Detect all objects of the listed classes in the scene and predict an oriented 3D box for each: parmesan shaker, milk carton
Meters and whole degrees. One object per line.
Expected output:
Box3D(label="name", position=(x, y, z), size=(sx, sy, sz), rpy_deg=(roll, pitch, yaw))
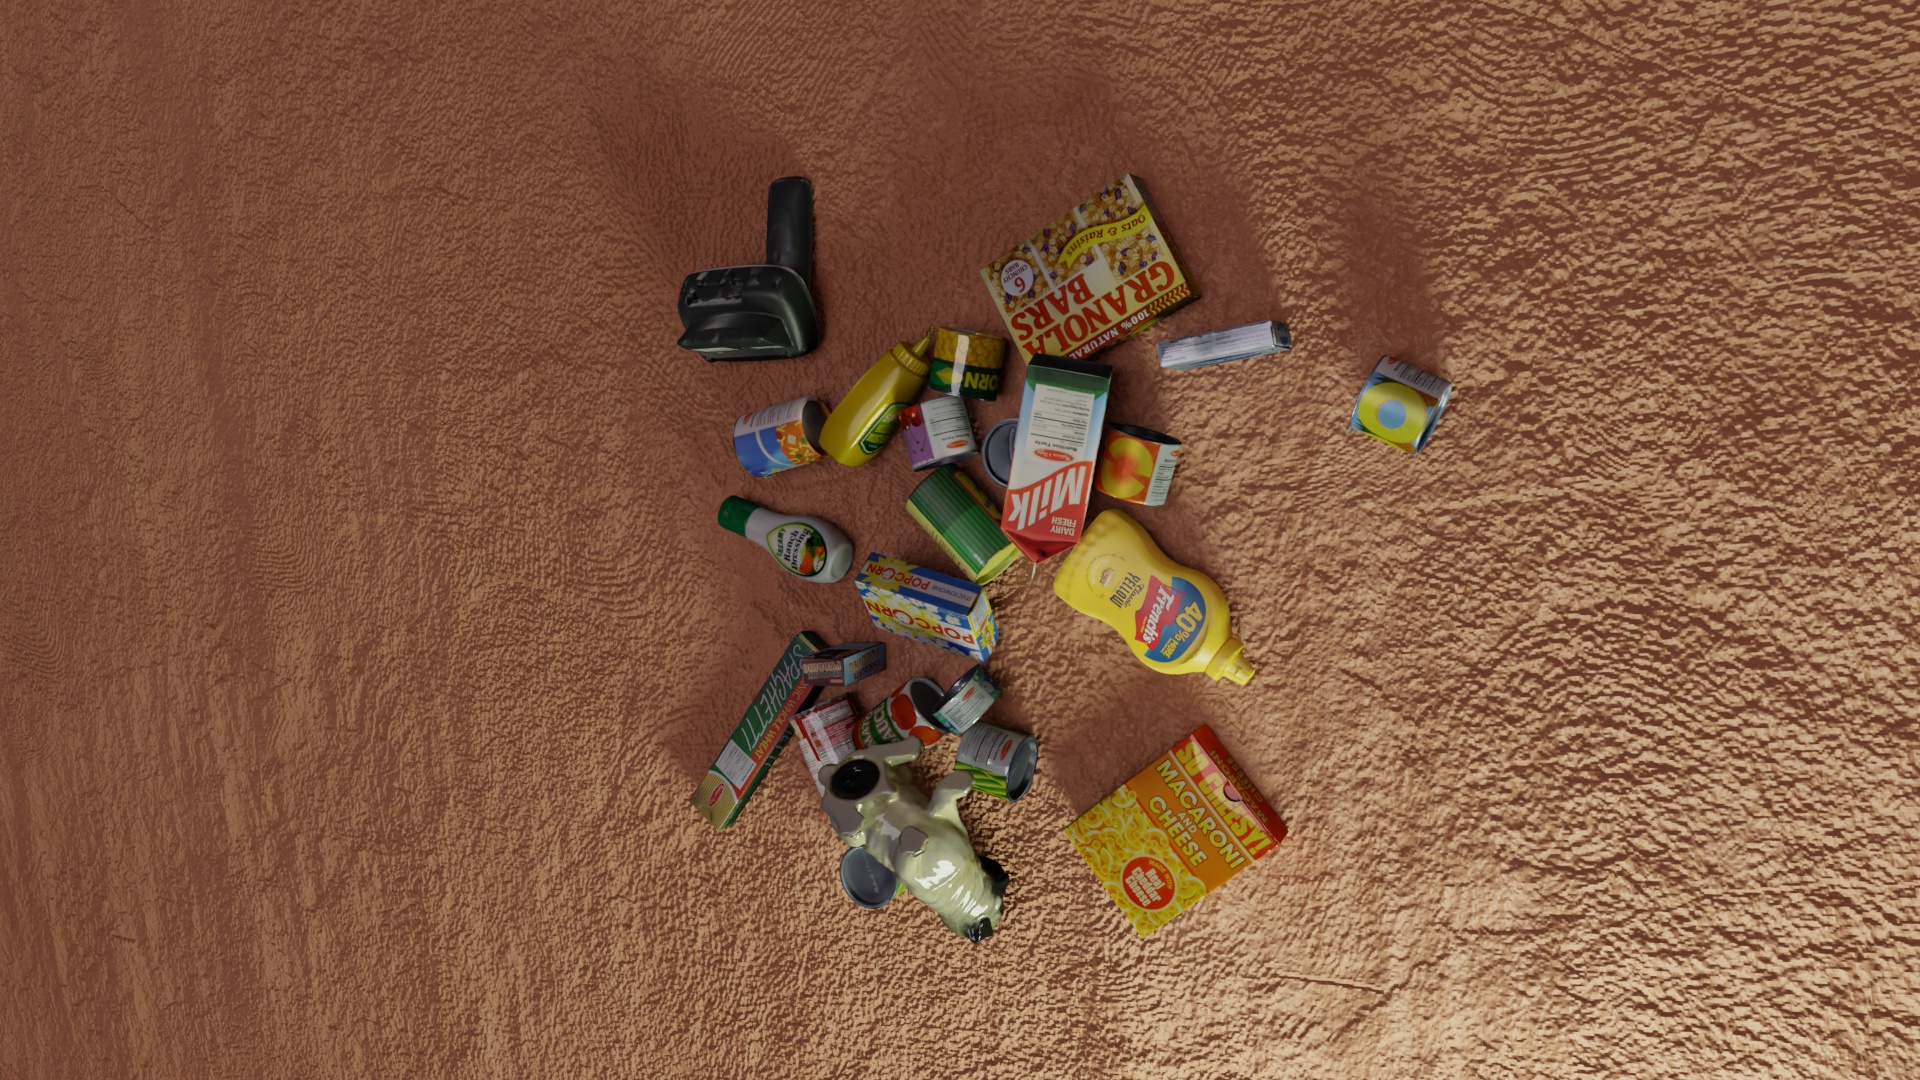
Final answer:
Box3D(label="parmesan shaker", position=(0.005, -0.016, 1.313), size=(0.103, 0.071, 0.071), rpy_deg=(48, 114, 15))
Box3D(label="milk carton", position=(0.082, -0.064, 1.235), size=(0.073, 0.072, 0.189), rpy_deg=(11, 107, 5))

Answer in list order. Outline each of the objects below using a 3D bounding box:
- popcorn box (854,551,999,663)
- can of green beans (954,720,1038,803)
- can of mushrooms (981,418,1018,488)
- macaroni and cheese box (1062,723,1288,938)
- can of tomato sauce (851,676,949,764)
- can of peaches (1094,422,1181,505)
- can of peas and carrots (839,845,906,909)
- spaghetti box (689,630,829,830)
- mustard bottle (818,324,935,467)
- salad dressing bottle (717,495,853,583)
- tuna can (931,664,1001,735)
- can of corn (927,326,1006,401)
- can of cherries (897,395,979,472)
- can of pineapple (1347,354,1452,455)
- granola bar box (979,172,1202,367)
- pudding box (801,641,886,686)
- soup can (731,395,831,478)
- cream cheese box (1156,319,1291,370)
Box3D(label="popcorn box", position=(-0.031, 0.064, 1.333), size=(0.127, 0.085, 0.038), rpy_deg=(17, 60, 25))
Box3D(label="can of green beans", position=(0.034, 0.211, 1.327), size=(0.058, 0.071, 0.071), rpy_deg=(14, 102, 26))
Box3D(label="can of mushrooms", position=(0.058, -0.082, 1.299), size=(0.071, 0.033, 0.071), rpy_deg=(3, 97, 27))
Box3D(label="macaroni and cheese box", position=(0.194, 0.266, 1.265), size=(0.166, 0.040, 0.124), rpy_deg=(-43, 77, 25))
Box3D(label="can of tomato sauce", position=(-0.057, 0.182, 1.368), size=(0.083, 0.071, 0.071), rpy_deg=(-40, 78, 25))
Box3D(label="can of peaches", position=(0.155, -0.068, 1.233), size=(0.071, 0.071, 0.058), rpy_deg=(19, 105, 24))
Box3D(label="can of peas and carrots", position=(-0.078, 0.329, 1.402), size=(0.071, 0.059, 0.071), rpy_deg=(3, 98, 26))
Box3D(label="spaghetti box", position=(-0.208, 0.202, 1.471), size=(0.050, 0.029, 0.249), rpy_deg=(41, 112, 17))
Box3D(label="mustard bottle", position=(-0.072, -0.143, 1.343), size=(0.049, 0.065, 0.159), rpy_deg=(46, 110, 20))
Box3D(label="salad dressing bottle", position=(-0.182, -0.004, 1.425), size=(0.148, 0.044, 0.064), rpy_deg=(23, 105, 23))
Box3D(label="tuna can", position=(0.006, 0.153, 1.333), size=(0.033, 0.071, 0.071), rpy_deg=(45, 114, -3))
Box3D(label="can of corn", position=(0.008, -0.165, 1.296), size=(0.071, 0.071, 0.058), rpy_deg=(16, 103, 25))
Box3D(label="can of cherries", position=(-0.023, -0.101, 1.321), size=(0.071, 0.071, 0.058), rpy_deg=(-17, 88, 28))
Box3D(label="can of pineapple", position=(0.356, -0.108, 1.125), size=(0.058, 0.071, 0.070), rpy_deg=(28, 108, 21))
Box3D(label="granola bar box", position=(0.116, -0.232, 1.249), size=(0.165, 0.039, 0.124), rpy_deg=(-29, 83, 27))
Box3D(label="pudding box", position=(-0.116, 0.122, 1.383), size=(0.049, 0.084, 0.030), rpy_deg=(-1, 96, 27))
Box3D(label="soup can", position=(-0.175, -0.103, 1.400), size=(0.083, 0.071, 0.071), rpy_deg=(-13, 90, 27))
Box3D(label="cream cheese box", position=(0.226, -0.167, 1.192), size=(0.103, 0.053, 0.024), rpy_deg=(-8, 91, 28))
